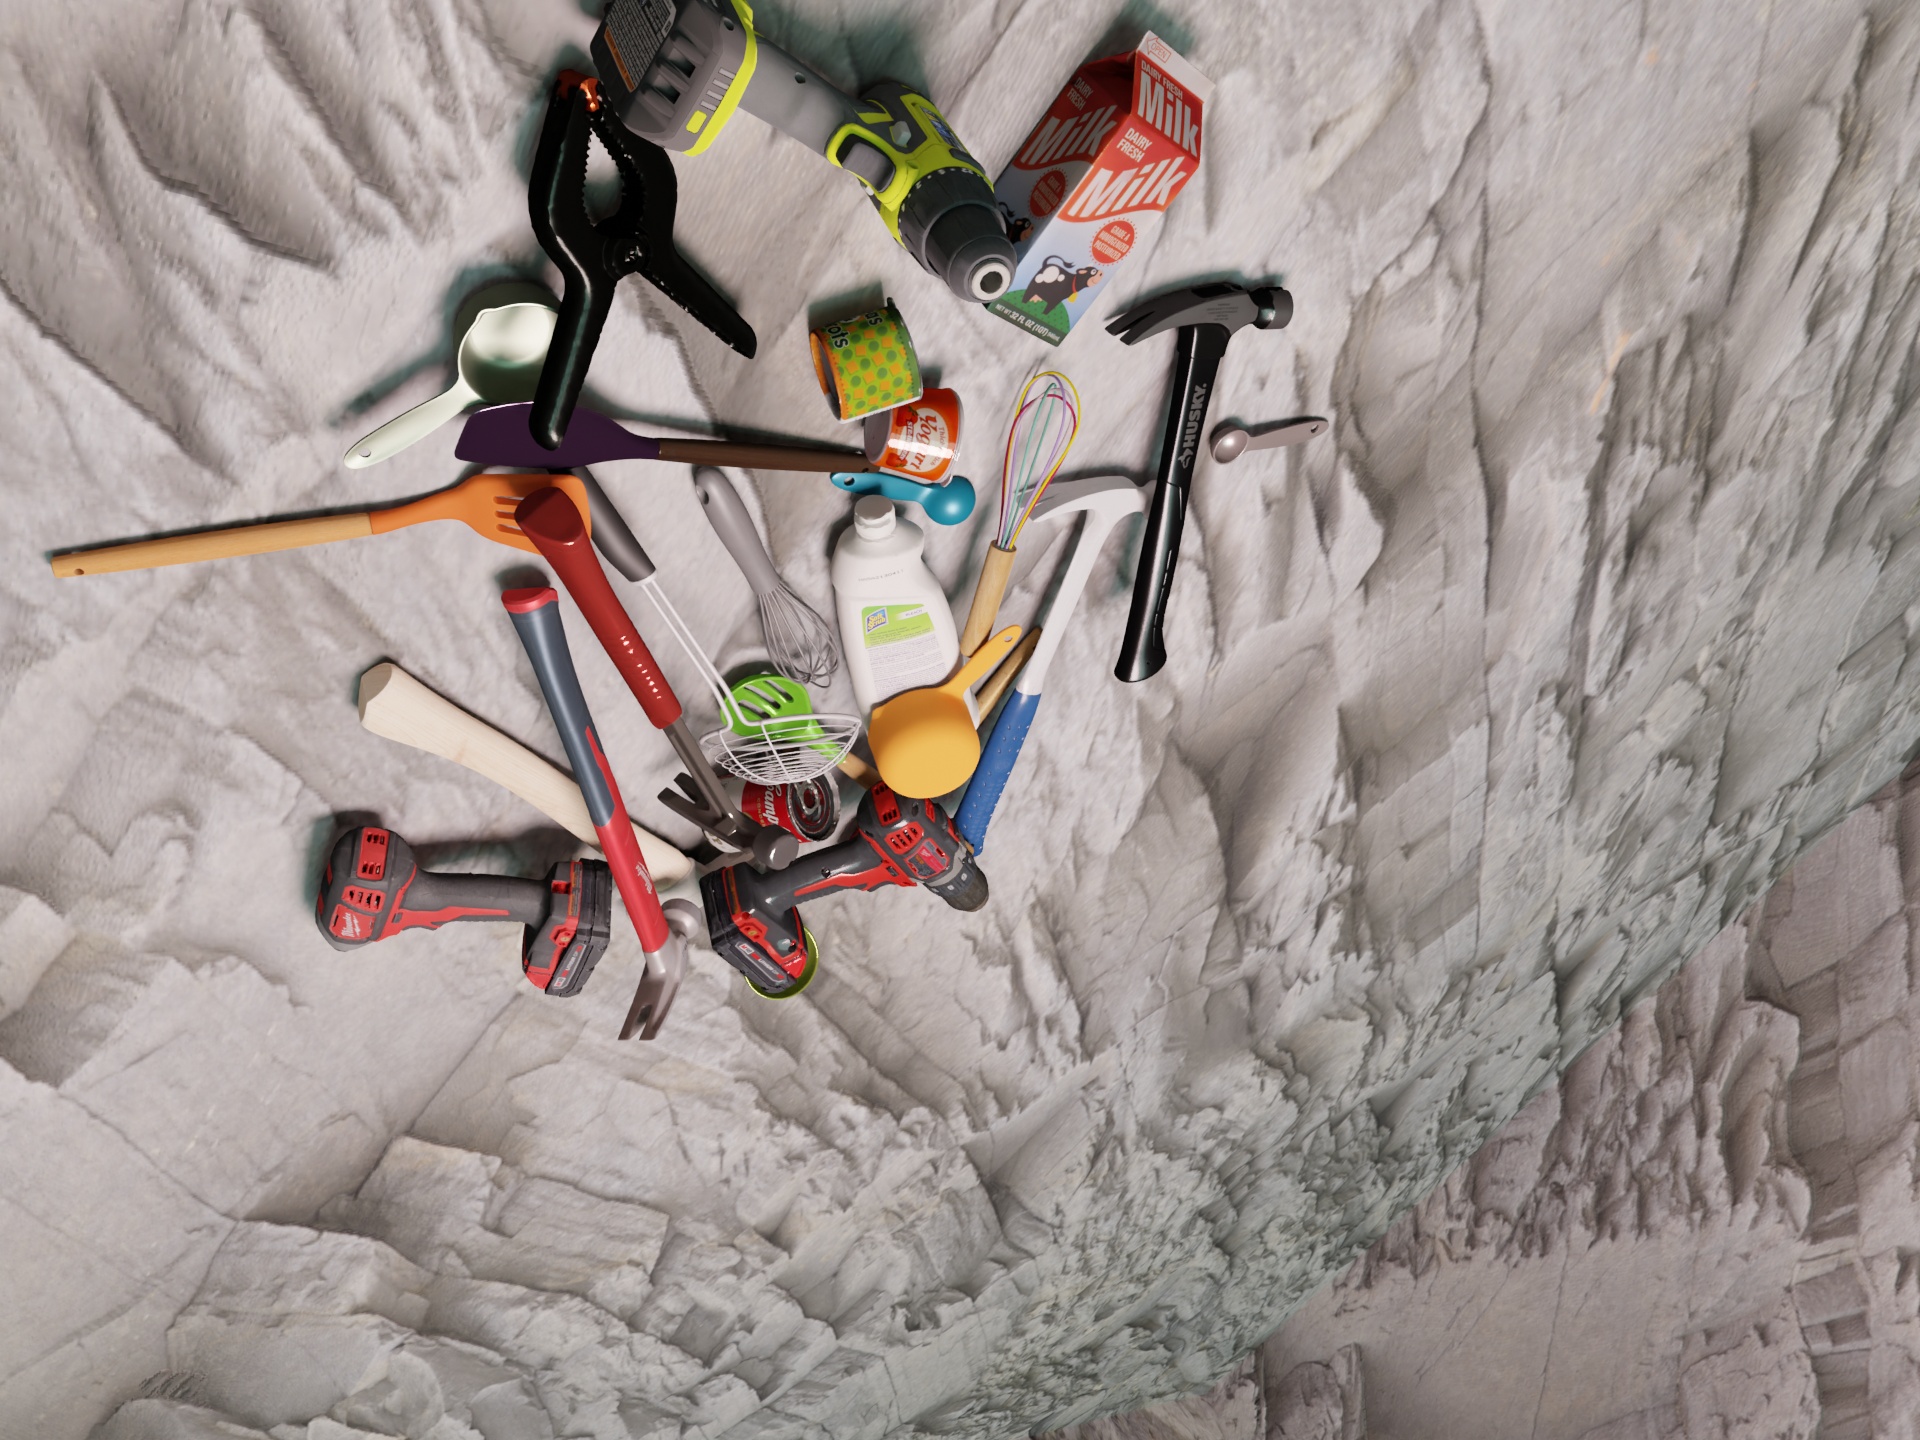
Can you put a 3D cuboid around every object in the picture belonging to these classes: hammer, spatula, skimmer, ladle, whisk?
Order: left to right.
[{"bbox_3d":[-0.403,-0.117,1.021,0.322,0.041,0.081,-11,144,-19],"label":"spatula"},{"bbox_3d":[-0.315,0.058,1.282,0.146,0.038,0.410,-36,142,7],"label":"hammer"},{"bbox_3d":[-0.277,0.071,1.211,0.038,0.143,0.385,-2,128,12],"label":"hammer"},{"bbox_3d":[-0.230,-0.027,1.147,0.037,0.149,0.358,-47,141,-22],"label":"hammer"},{"bbox_3d":[-0.183,-0.183,1.073,0.315,0.018,0.059,-3,146,-40],"label":"spatula"},{"bbox_3d":[-0.194,-0.079,1.170,0.127,0.090,0.362,-12,130,23],"label":"skimmer"},{"bbox_3d":[-0.146,-0.103,1.196,0.055,0.055,0.238,-27,139,-2],"label":"whisk"},{"bbox_3d":[-0.160,0.140,1.460,0.078,0.062,0.320,-13,138,-24],"label":"ladle"},{"bbox_3d":[-0.018,0.034,1.449,0.069,0.031,0.315,5,130,-50],"label":"ladle"},{"bbox_3d":[0.042,-0.151,1.217,0.047,0.051,0.244,16,121,-2],"label":"whisk"},{"bbox_3d":[0.057,-0.036,1.378,0.144,0.035,0.405,-2,131,-30],"label":"hammer"},{"bbox_3d":[0.162,-0.177,1.255,0.146,0.035,0.334,-9,126,-25],"label":"hammer"}]

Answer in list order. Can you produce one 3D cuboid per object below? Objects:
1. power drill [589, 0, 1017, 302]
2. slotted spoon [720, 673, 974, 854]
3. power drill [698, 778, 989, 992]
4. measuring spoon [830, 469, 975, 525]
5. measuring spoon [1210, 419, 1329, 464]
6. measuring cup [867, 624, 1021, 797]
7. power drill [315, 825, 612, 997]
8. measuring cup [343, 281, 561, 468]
[{"bbox_3d":[-0.075,-0.321,0.874,0.228,0.191,0.080,17,124,-38],"label":"power drill"},{"bbox_3d":[-0.088,0.045,1.371,0.070,0.031,0.313,-38,130,16],"label":"slotted spoon"},{"bbox_3d":[-0.094,0.152,1.407,0.226,0.080,0.187,-28,139,9],"label":"power drill"},{"bbox_3d":[-0.040,-0.169,1.203,0.128,0.021,0.042,6,131,-36],"label":"measuring spoon"},{"bbox_3d":[0.255,-0.238,1.320,0.124,0.018,0.034,-15,141,-27],"label":"measuring spoon"},{"bbox_3d":[-0.002,-0.004,1.277,0.095,0.052,0.173,21,126,-36],"label":"measuring cup"},{"bbox_3d":[-0.403,0.156,1.282,0.219,0.079,0.143,13,138,-24],"label":"power drill"},{"bbox_3d":[-0.311,-0.209,0.977,0.167,0.038,0.083,-30,143,5],"label":"measuring cup"}]
